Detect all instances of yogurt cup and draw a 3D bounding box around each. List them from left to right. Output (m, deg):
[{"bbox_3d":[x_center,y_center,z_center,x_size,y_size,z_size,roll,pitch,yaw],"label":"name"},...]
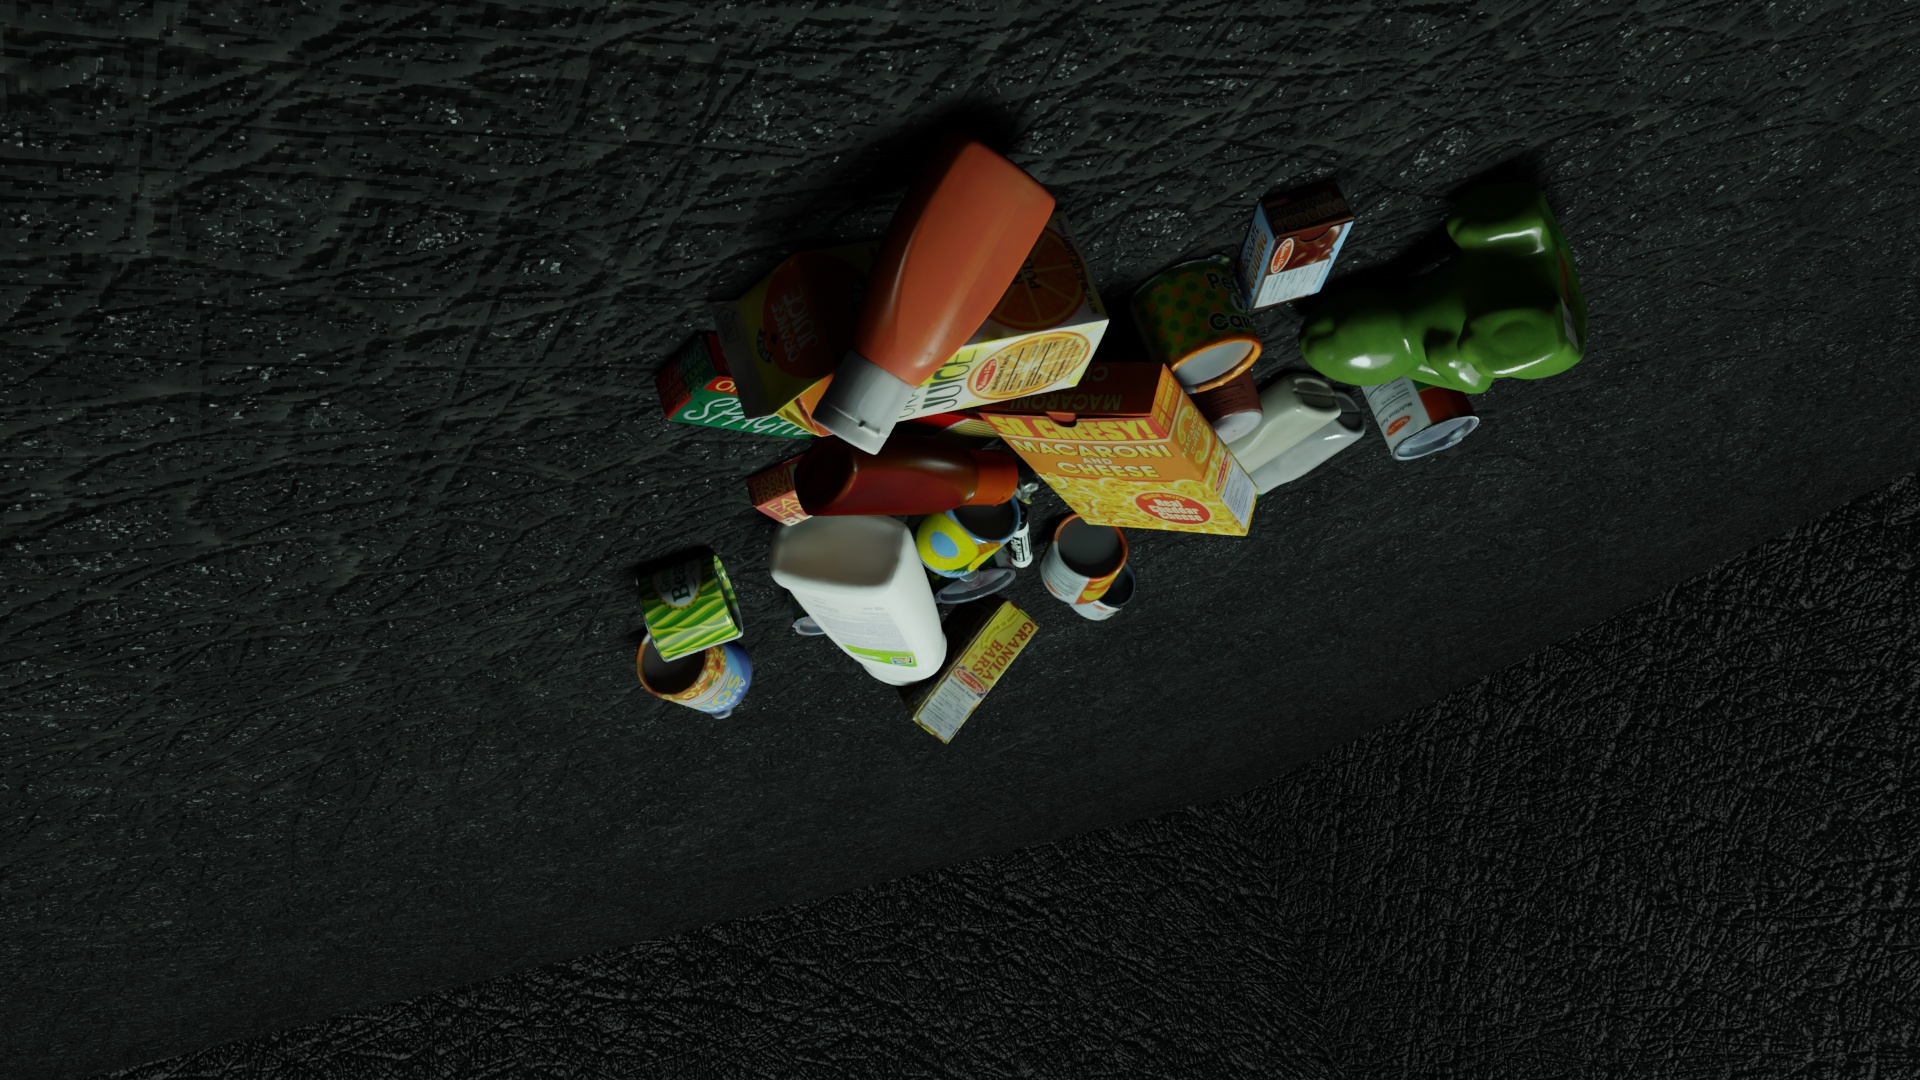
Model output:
[{"bbox_3d":[0.176,-0.099,0.971,0.072,0.054,0.072,-17,160,-6],"label":"yogurt cup"}]

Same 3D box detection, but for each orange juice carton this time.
[{"bbox_3d":[-0.028,-0.110,0.727,0.193,0.072,0.072,-13,160,-17],"label":"orange juice carton"}]

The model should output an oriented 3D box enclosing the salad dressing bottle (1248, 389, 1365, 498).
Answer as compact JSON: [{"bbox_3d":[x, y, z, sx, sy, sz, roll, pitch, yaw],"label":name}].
[{"bbox_3d":[0.267,-0.070,1.151,0.064,0.044,0.147,-6,158,-38],"label":"salad dressing bottle"}]

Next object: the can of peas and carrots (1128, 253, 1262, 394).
[{"bbox_3d":[0.146,-0.131,0.849,0.071,0.059,0.070,-17,161,-6],"label":"can of peas and carrots"}]

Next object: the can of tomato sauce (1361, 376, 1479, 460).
[{"bbox_3d":[0.341,-0.112,1.043,0.071,0.083,0.071,-17,161,-6],"label":"can of tomato sauce"}]

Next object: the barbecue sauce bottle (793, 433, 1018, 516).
[{"bbox_3d":[-0.028,-0.040,0.869,0.149,0.044,0.064,-1,154,-43],"label":"barbecue sauce bottle"}]

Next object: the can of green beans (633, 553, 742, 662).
[{"bbox_3d":[-0.196,0.048,1.011,0.058,0.071,0.071,-19,161,-2],"label":"can of green beans"}]

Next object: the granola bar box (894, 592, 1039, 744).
[{"bbox_3d":[0.001,0.100,1.198,0.124,0.039,0.165,-51,-172,-3],"label":"granola bar box"}]

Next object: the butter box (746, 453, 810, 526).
[{"bbox_3d":[-0.085,-0.044,0.926,0.103,0.024,0.053,-23,161,12],"label":"butter box"}]

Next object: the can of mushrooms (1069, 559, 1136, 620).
[{"bbox_3d":[0.128,0.037,1.281,0.071,0.071,0.033,-4,155,-36],"label":"can of mushrooms"}]

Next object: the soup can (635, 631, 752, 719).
[{"bbox_3d":[-0.217,0.106,1.140,0.071,0.071,0.083,-22,160,9],"label":"soup can"}]

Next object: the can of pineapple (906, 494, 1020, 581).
[{"bbox_3d":[0.004,-0.013,1.024,0.071,0.071,0.057,-4,156,-36],"label":"can of pineapple"}]

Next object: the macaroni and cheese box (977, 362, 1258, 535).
[{"bbox_3d":[0.105,-0.057,0.899,0.123,0.040,0.166,5,158,35],"label":"macaroni and cheese box"}]

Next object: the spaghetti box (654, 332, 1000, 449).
[{"bbox_3d":[-0.067,-0.082,0.834,0.050,0.029,0.250,-34,156,35],"label":"spaghetti box"}]

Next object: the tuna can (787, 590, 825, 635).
[{"bbox_3d":[-0.110,0.051,1.147,0.071,0.033,0.071,-17,160,-6],"label":"tuna can"}]

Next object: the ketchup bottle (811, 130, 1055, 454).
[{"bbox_3d":[-0.017,-0.112,0.650,0.064,0.043,0.148,28,95,-36],"label":"ketchup bottle"}]

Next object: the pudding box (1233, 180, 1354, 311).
[{"bbox_3d":[0.197,-0.174,0.824,0.050,0.030,0.083,-15,160,-6],"label":"pudding box"}]

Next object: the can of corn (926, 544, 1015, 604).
[{"bbox_3d":[0.001,0.012,1.104,0.071,0.058,0.071,-17,161,-6],"label":"can of corn"}]

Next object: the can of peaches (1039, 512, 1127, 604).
[{"bbox_3d":[0.107,0.013,1.198,0.071,0.071,0.057,-14,159,-14],"label":"can of peaches"}]

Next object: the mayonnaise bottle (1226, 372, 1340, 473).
[{"bbox_3d":[0.224,-0.078,1.094,0.065,0.041,0.147,1,154,-40],"label":"mayonnaise bottle"}]
